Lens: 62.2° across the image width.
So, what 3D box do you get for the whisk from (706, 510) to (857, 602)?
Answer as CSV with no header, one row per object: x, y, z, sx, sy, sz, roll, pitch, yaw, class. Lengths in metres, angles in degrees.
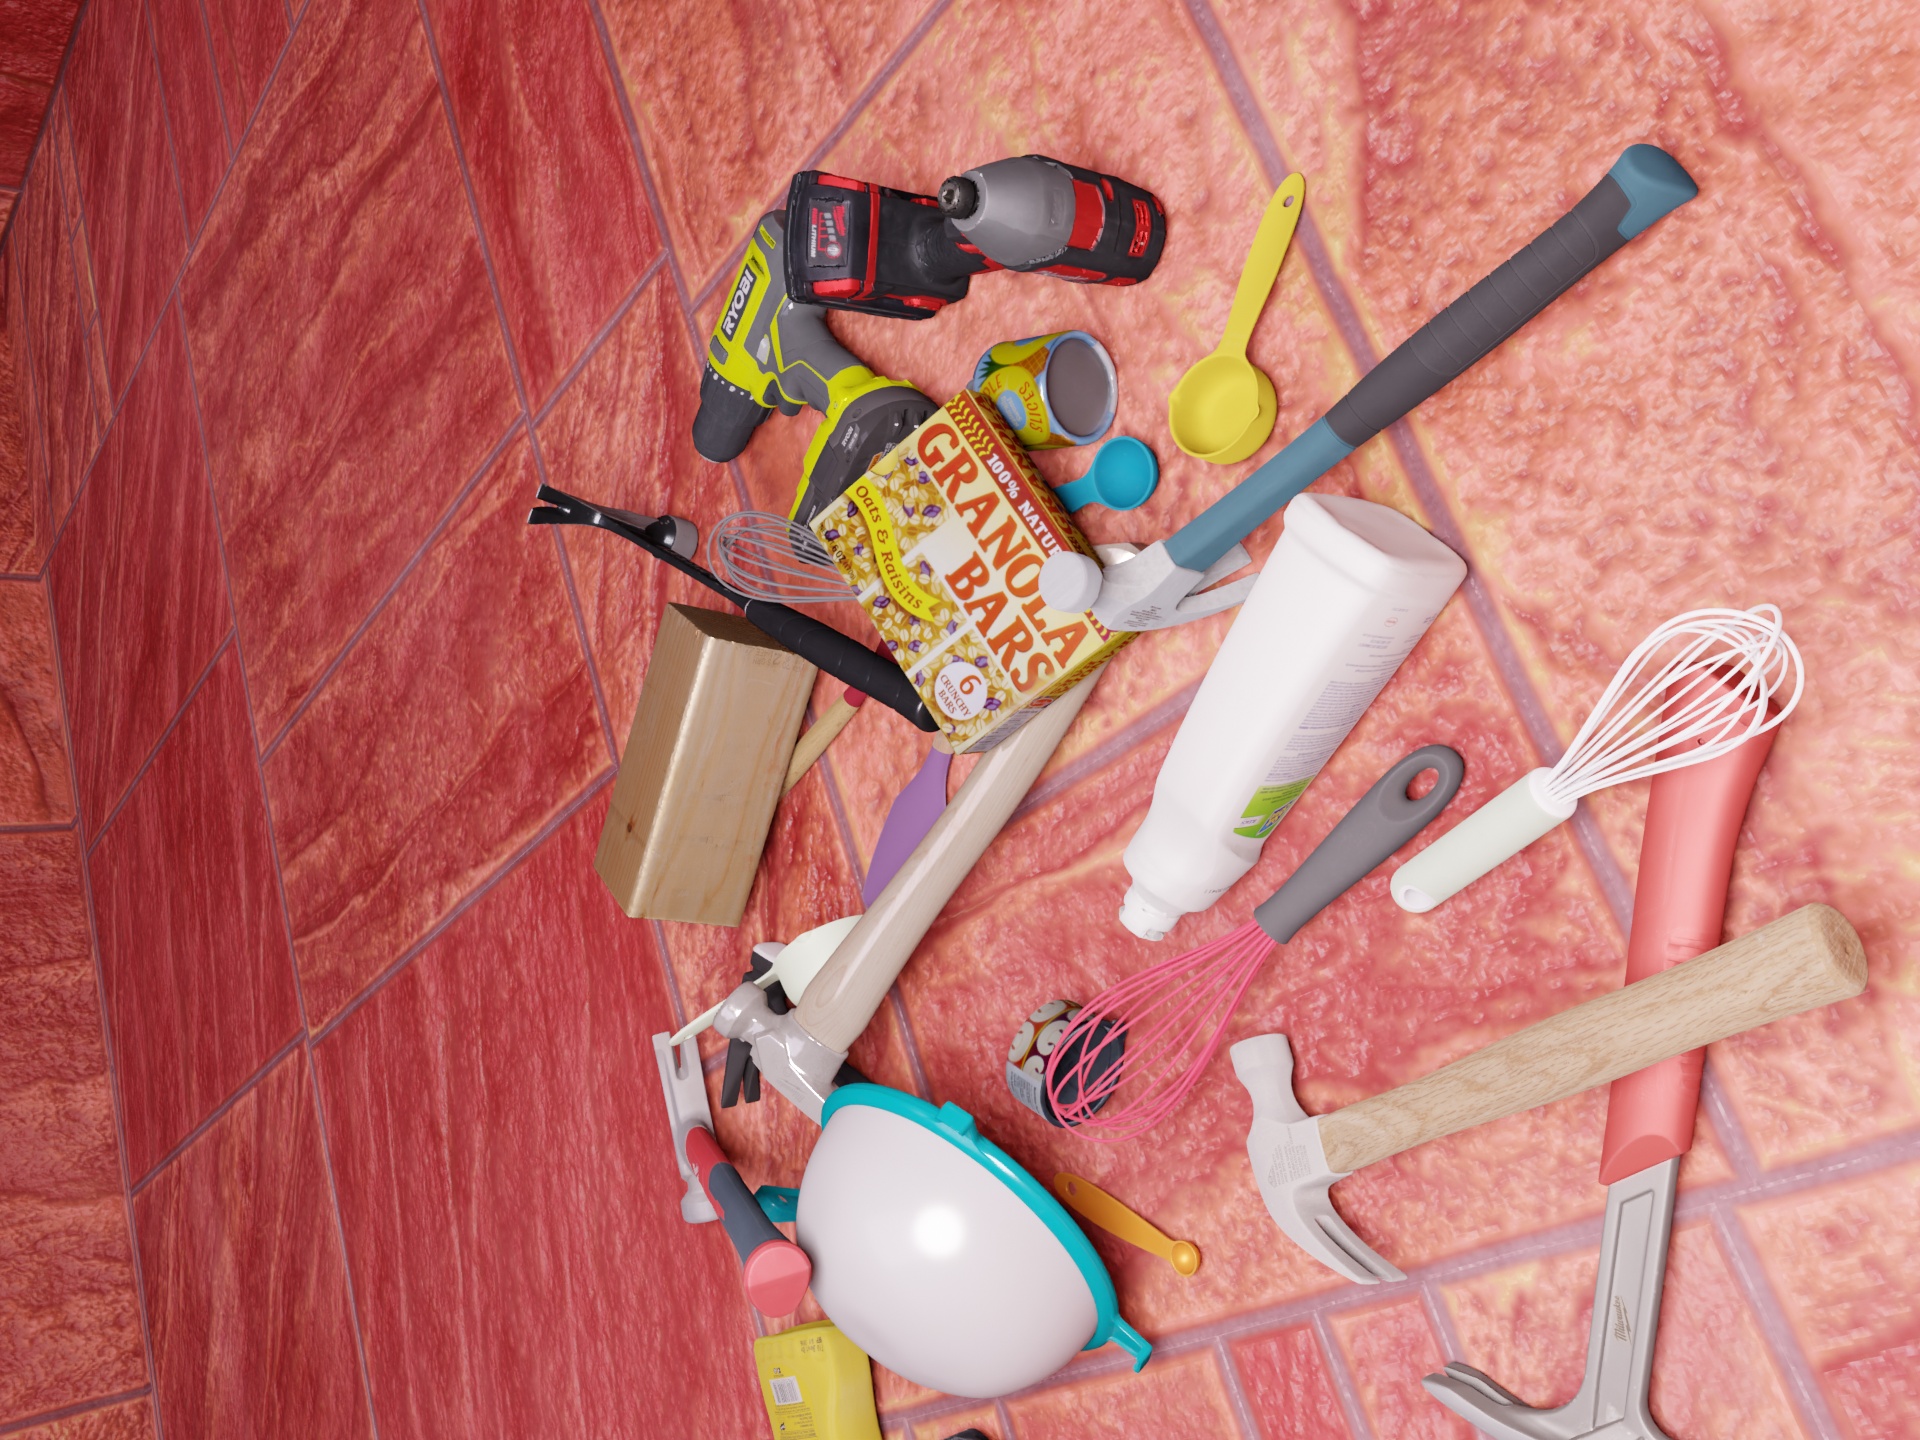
-0.048,-0.078,0.978,0.239,0.055,0.055,18,105,14,whisk

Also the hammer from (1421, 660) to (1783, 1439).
0.290,0.153,0.686,0.149,0.036,0.359,11,98,46,hammer

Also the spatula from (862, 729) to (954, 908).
-0.002,-0.003,1.012,0.060,0.018,0.315,35,116,36,spatula

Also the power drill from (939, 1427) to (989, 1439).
0.059,0.479,0.902,0.226,0.084,0.164,-4,86,43,power drill

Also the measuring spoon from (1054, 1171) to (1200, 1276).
0.095,0.287,0.915,0.117,0.011,0.021,17,102,49,measuring spoon

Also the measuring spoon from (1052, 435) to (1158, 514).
0.066,-0.129,0.932,0.128,0.021,0.042,-20,83,41,measuring spoon

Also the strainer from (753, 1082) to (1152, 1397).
-0.059,0.325,0.952,0.340,0.095,0.211,-18,113,52,strainer

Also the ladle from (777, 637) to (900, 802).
-0.088,0.001,1.099,0.315,0.031,0.069,-47,53,38,ladle

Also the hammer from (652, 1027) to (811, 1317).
-0.154,0.291,1.029,0.386,0.038,0.143,165,94,-73,hammer

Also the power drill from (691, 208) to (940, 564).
-0.108,-0.209,1.086,0.229,0.080,0.190,57,131,33,power drill

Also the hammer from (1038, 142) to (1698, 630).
0.190,-0.145,0.751,0.331,0.128,0.033,-39,63,30,hammer

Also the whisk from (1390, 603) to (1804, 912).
0.258,0.026,0.679,0.058,0.059,0.246,35,144,0,whisk

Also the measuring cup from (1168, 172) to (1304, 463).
0.158,-0.211,0.845,0.062,0.029,0.156,23,94,45,measuring cup

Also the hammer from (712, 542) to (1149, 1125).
0.006,0.075,0.948,0.146,0.038,0.410,38,108,12,hammer

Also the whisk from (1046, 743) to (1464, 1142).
0.145,0.117,0.813,0.295,0.073,0.073,-48,56,22,whisk

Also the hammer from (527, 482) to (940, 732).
-0.145,-0.081,1.072,0.409,0.149,0.036,30,102,42,hammer

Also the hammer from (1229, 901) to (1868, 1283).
0.238,0.158,0.693,0.331,0.031,0.130,-43,50,49,hammer

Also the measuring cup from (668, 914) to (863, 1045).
-0.120,0.187,1.061,0.167,0.083,0.038,-32,67,7,measuring cup

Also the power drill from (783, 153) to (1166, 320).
-0.004,-0.284,0.928,0.220,0.143,0.078,12,101,49,power drill

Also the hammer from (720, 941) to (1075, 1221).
-0.048,0.272,1.048,0.337,0.034,0.127,26,108,44,hammer
